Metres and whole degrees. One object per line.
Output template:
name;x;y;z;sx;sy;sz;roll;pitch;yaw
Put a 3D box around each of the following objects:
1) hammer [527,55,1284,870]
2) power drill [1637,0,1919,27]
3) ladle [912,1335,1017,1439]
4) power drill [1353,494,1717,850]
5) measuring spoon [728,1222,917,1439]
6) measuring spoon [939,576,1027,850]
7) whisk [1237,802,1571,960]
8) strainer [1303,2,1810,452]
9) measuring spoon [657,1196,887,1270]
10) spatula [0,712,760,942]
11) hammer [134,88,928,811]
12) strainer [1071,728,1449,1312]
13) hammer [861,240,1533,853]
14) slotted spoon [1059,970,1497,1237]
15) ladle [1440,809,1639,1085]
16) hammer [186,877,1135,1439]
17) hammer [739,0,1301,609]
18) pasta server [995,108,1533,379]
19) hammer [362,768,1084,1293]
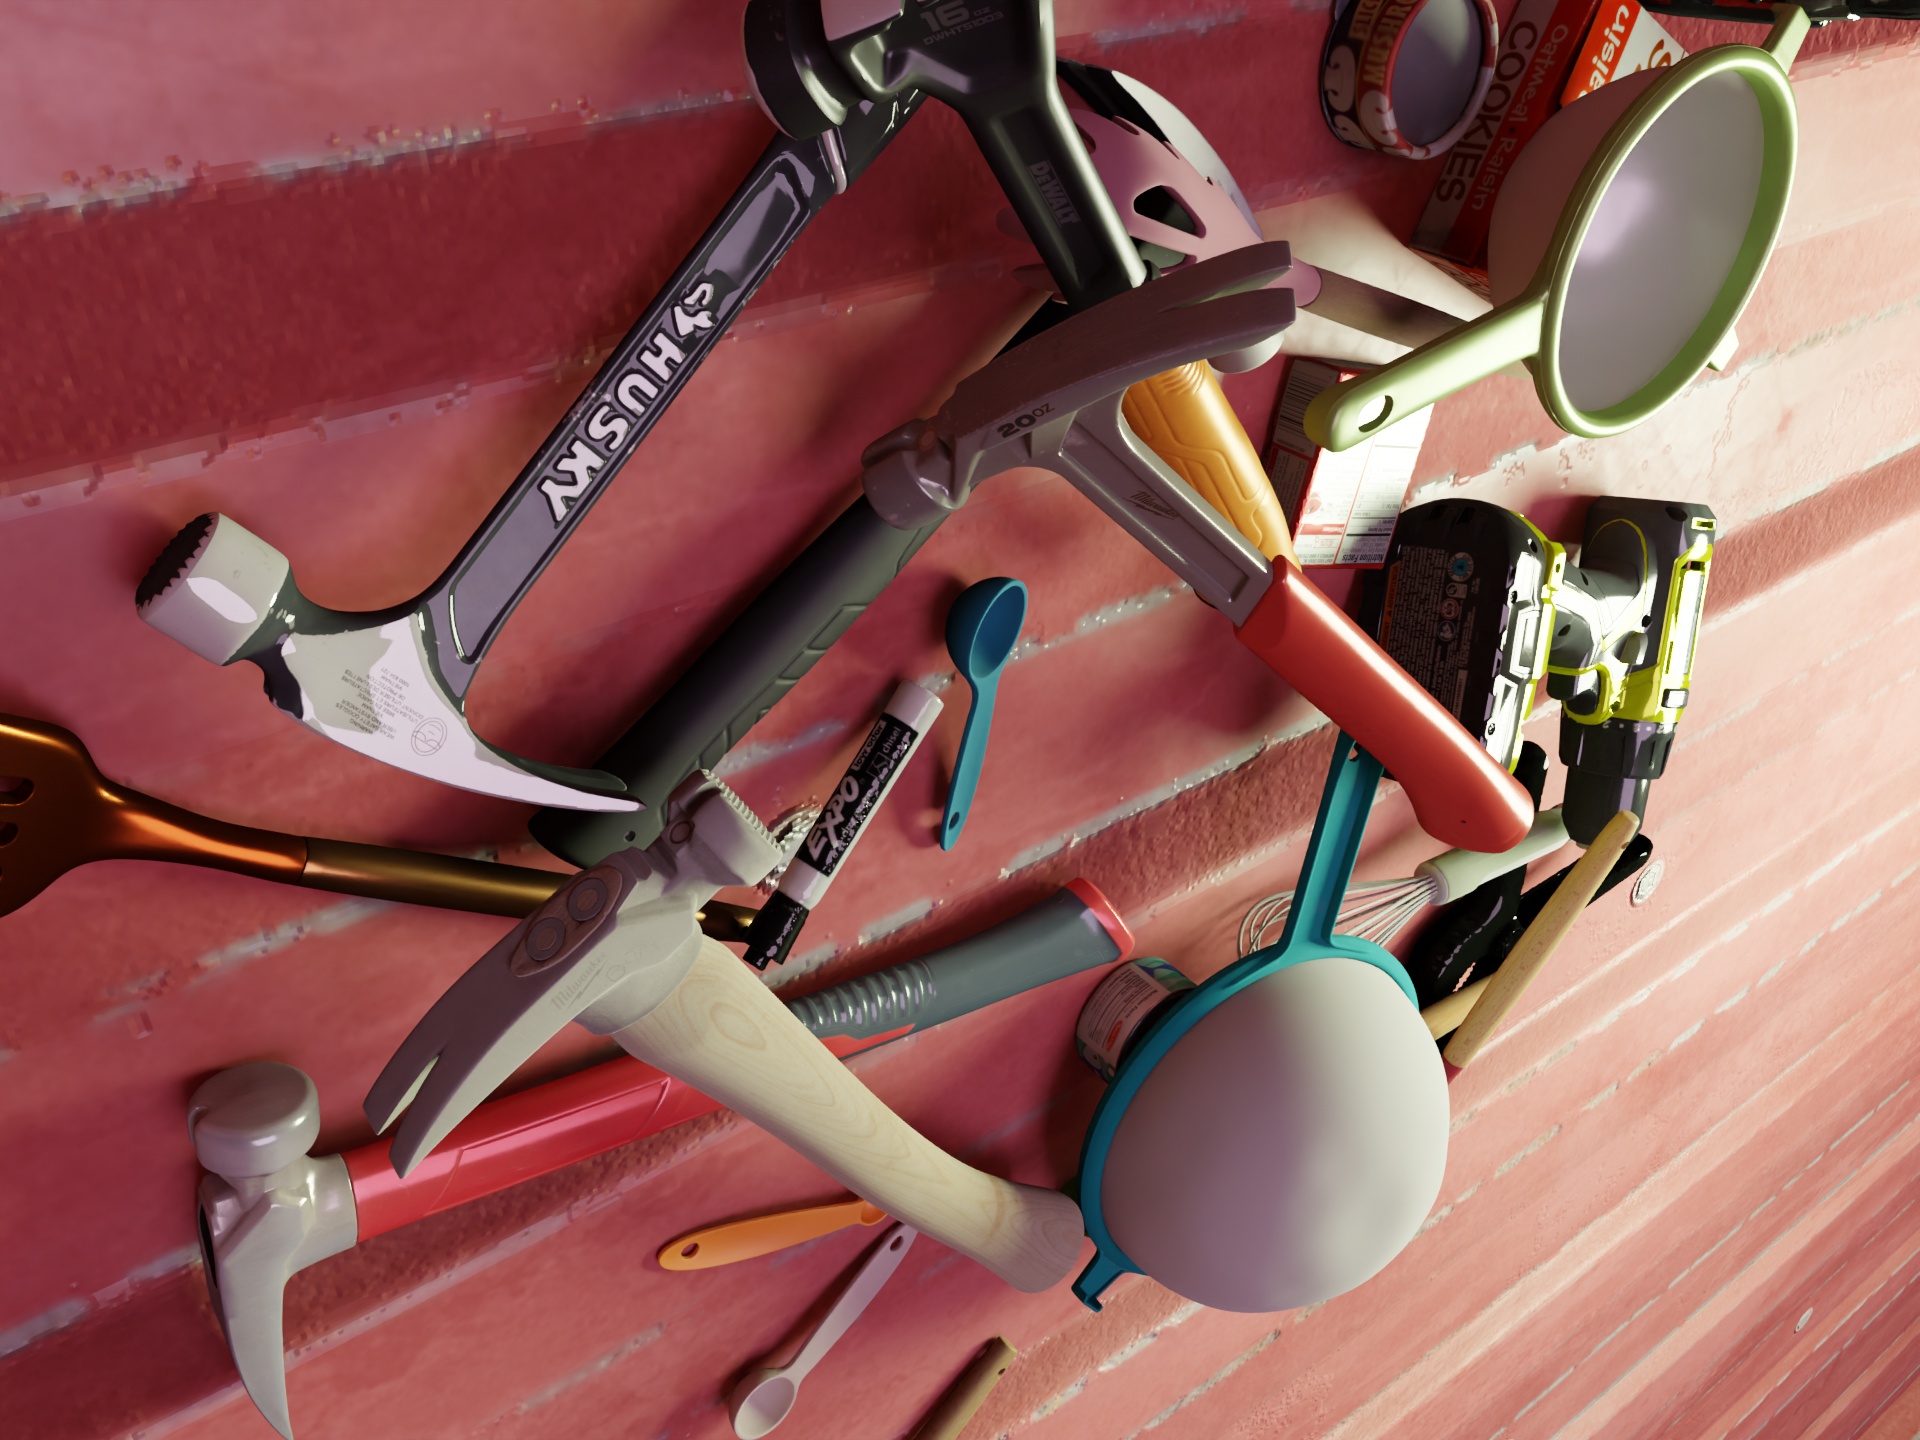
hammer;-0.022;-0.077;0.549;0.335;0.035;0.146;-47;136;-8
power drill;0.394;-0.351;0.634;0.227;0.188;0.080;-43;136;-18
ladle;-0.068;0.458;0.815;0.320;0.062;0.078;-50;145;-9
power drill;0.297;-0.022;0.803;0.228;0.080;0.190;-1;101;-40
measuring spoon;-0.064;0.279;0.744;0.124;0.018;0.034;-47;136;-18
measuring spoon;-0.001;-0.002;0.627;0.042;0.021;0.128;-37;147;-49
whisk;0.247;0.091;0.852;0.246;0.059;0.057;-19;166;-25
strainer;0.213;-0.169;0.612;0.256;0.069;0.151;-29;135;-21
measuring spoon;-0.080;0.221;0.697;0.116;0.011;0.021;-2;115;-36
spatula;-0.178;0.051;0.488;0.322;0.041;0.081;16;103;-46
hammer;-0.048;-0.152;0.470;0.149;0.036;0.409;40;84;-35
strainer;0.177;0.160;0.749;0.211;0.095;0.340;-8;121;-28
hammer;0.134;-0.031;0.576;0.358;0.149;0.037;32;50;-42
slotted spoon;0.191;0.207;0.878;0.313;0.031;0.070;-23;132;-22
ladle;0.290;0.172;0.890;0.069;0.031;0.315;-10;134;-41
hammer;-0.087;0.145;0.623;0.386;0.038;0.143;-13;124;-35
hammer;0.067;-0.117;0.502;0.336;0.127;0.034;44;39;-58
pasta server;0.137;-0.159;0.594;0.316;0.040;0.060;0;116;-46
hammer;-0.047;0.170;0.621;0.146;0.038;0.410;-43;141;-5
